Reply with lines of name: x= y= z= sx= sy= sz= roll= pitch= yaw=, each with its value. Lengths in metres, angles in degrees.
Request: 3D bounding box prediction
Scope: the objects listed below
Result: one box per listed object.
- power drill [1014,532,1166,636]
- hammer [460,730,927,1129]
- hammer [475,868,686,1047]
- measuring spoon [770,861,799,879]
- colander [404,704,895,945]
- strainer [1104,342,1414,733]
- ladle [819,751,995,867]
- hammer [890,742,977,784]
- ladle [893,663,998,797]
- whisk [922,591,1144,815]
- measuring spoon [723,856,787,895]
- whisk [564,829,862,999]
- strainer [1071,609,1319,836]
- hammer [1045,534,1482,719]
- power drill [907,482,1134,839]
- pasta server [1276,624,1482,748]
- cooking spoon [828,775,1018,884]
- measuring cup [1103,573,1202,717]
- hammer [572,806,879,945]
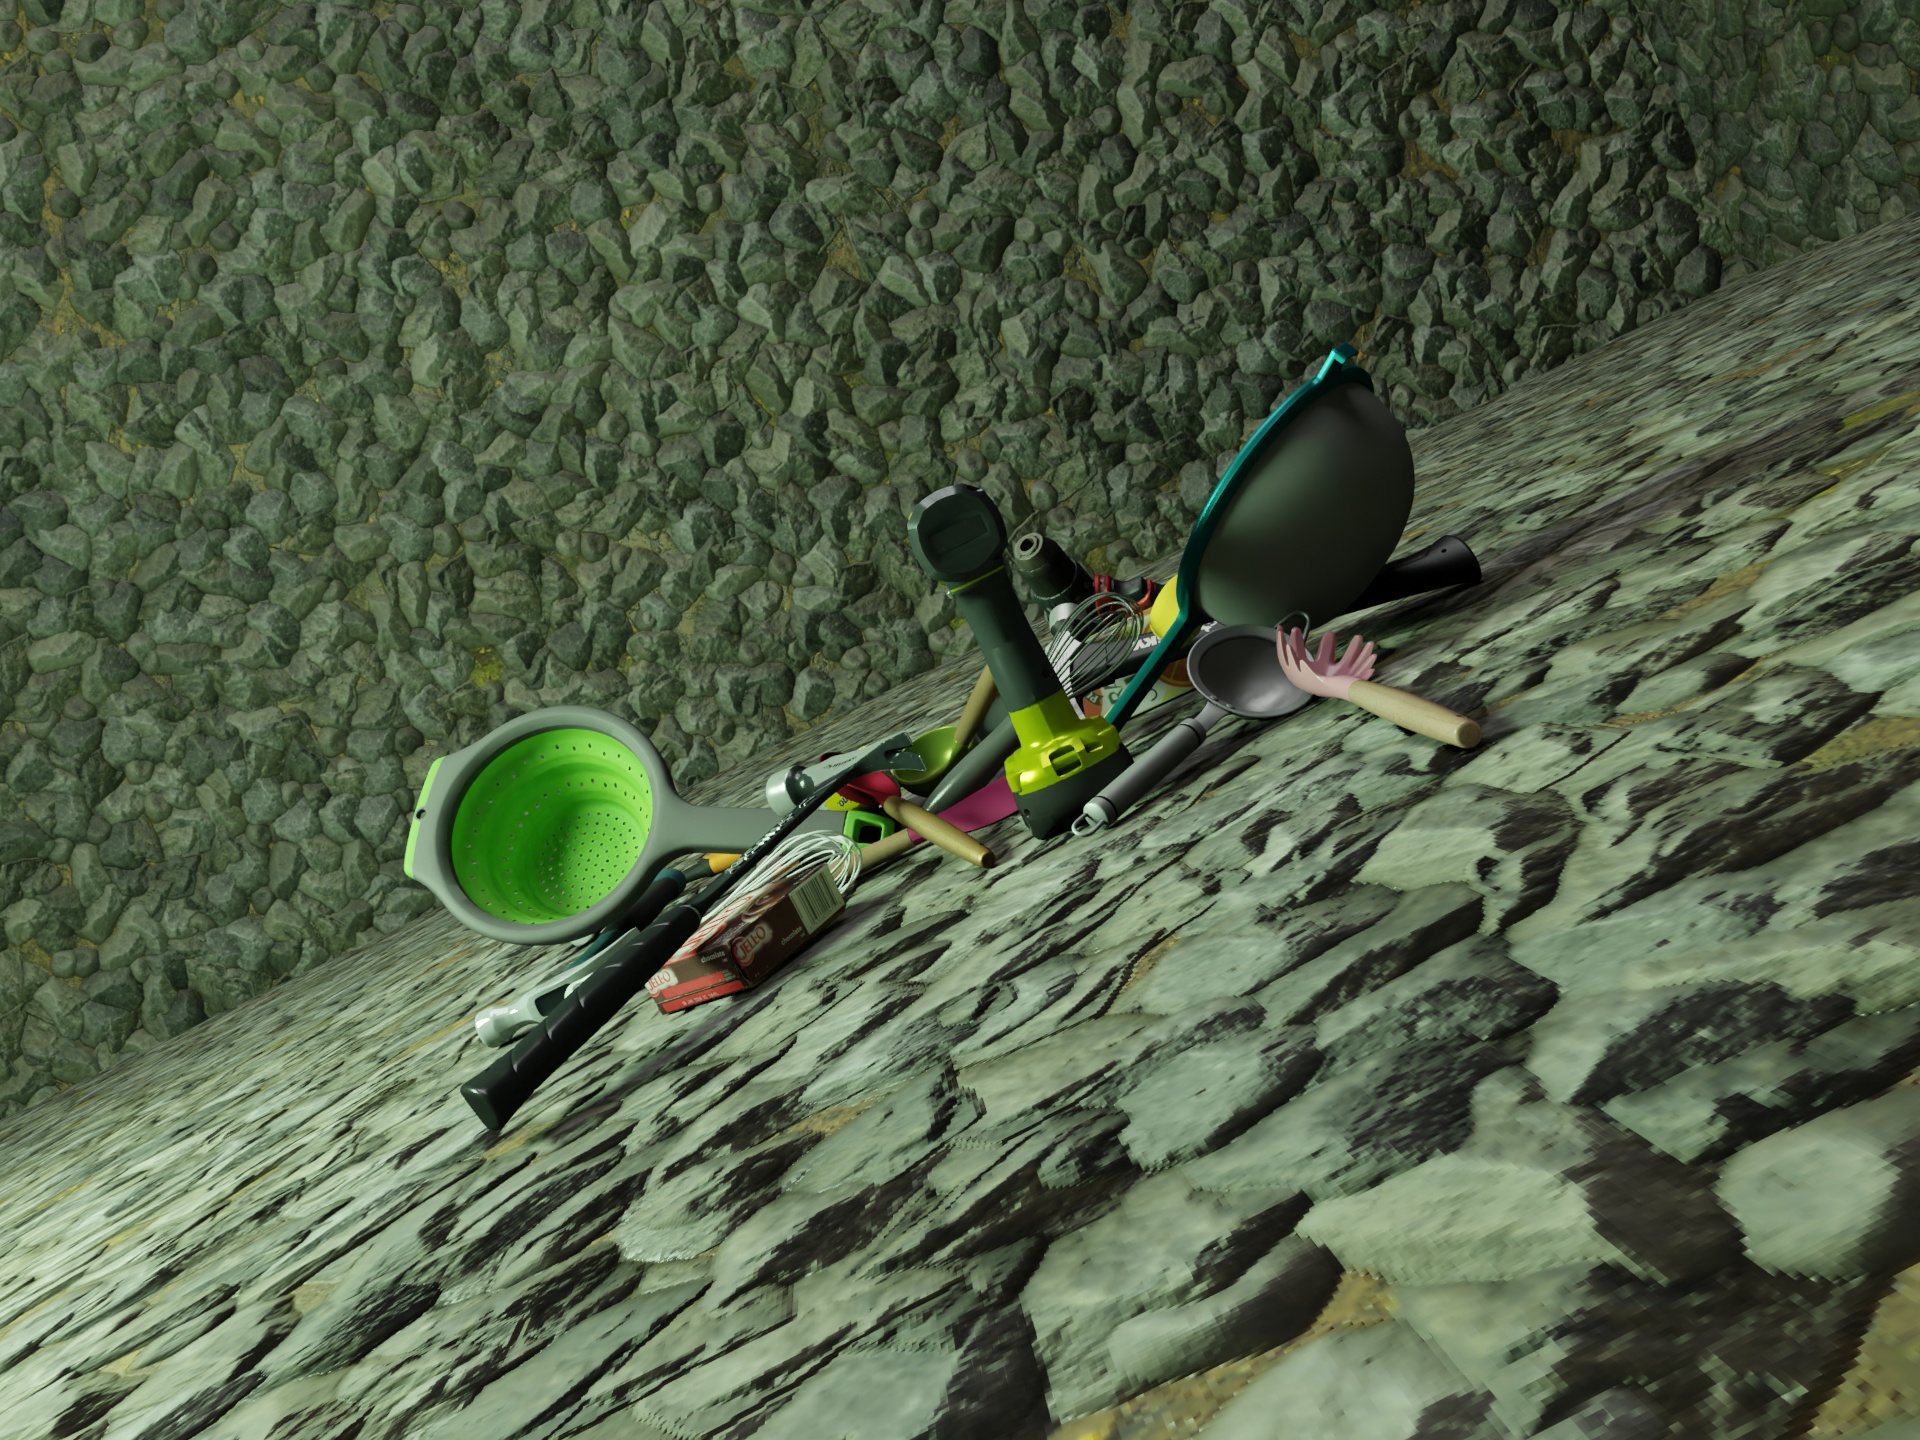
power drill: x=0.174 y=-0.127 z=1.415 sx=0.227 sy=0.187 sz=0.080 roll=-17 pitch=50 yaw=26
hammer: x=-0.161 y=0.117 z=0.991 sx=0.149 sy=0.036 sz=0.409 roll=-22 pitch=14 yaw=36
hammer: x=-0.290 y=0.182 z=1.336 sx=0.128 sy=0.033 sz=0.331 roll=-25 pitch=7 yaw=8
measuring spoon: x=-0.122 y=0.110 z=1.401 sx=0.117 sy=0.011 sz=0.021 roll=-30 pitch=7 yaw=-37
colander: x=-0.240 y=0.100 z=1.282 sx=0.397 sy=0.205 sz=0.094 roll=1 pitch=-26 yaw=11
strainer: x=0.215 y=-0.083 z=1.117 sx=0.340 sy=0.095 sz=0.210 roll=-54 pitch=-22 yaw=4
ladle: x=-0.038 y=0.064 z=1.129 sx=0.069 sy=0.031 sz=0.315 roll=18 pitch=1 yaw=-22
hammer: x=-0.018 y=0.031 z=1.582 sx=0.331 sy=0.031 sz=0.130 roll=-25 pitch=5 yaw=10
ladle: x=-0.002 y=-0.004 z=1.268 sx=0.078 sy=0.062 sz=0.320 roll=-39 pitch=-9 yaw=-19
whisk: x=0.049 y=-0.005 z=1.205 sx=0.239 sy=0.055 sz=0.055 roll=-48 pitch=1 yaw=11
measuring spoon: x=-0.210 y=0.146 z=1.430 sx=0.124 sy=0.018 sz=0.034 roll=-27 pitch=6 yaw=-1
whisk: x=-0.180 y=0.147 z=1.147 sx=0.246 sy=0.059 sz=0.058 roll=-29 pitch=32 yaw=6
strainer: x=0.148 y=0.006 z=1.005 sx=0.258 sy=0.087 sz=0.050 roll=-37 pitch=-34 yaw=-38
hammer: x=0.227 y=-0.073 z=1.218 sx=0.335 sy=0.035 sz=0.146 roll=-16 pitch=43 yaw=16
power drill: x=0.034 y=-0.046 z=1.039 sx=0.080 sy=0.223 sz=0.171 roll=-25 pitch=5 yaw=2
pasta server: x=0.231 y=-0.021 z=0.885 sx=0.060 sy=0.040 sz=0.316 roll=7 pitch=7 yaw=-2
cooking spoon: x=-0.059 y=0.097 z=1.177 sx=0.319 sy=0.017 sz=0.069 roll=-26 pitch=16 yaw=8
measuring cup: x=0.133 y=-0.046 z=1.179 sx=0.156 sy=0.029 sz=0.062 roll=-50 pitch=-23 yaw=-8
hammer: x=-0.223 y=0.132 z=1.540 sx=0.337 sy=0.034 sz=0.127 roll=-23 pitch=7 yaw=21
